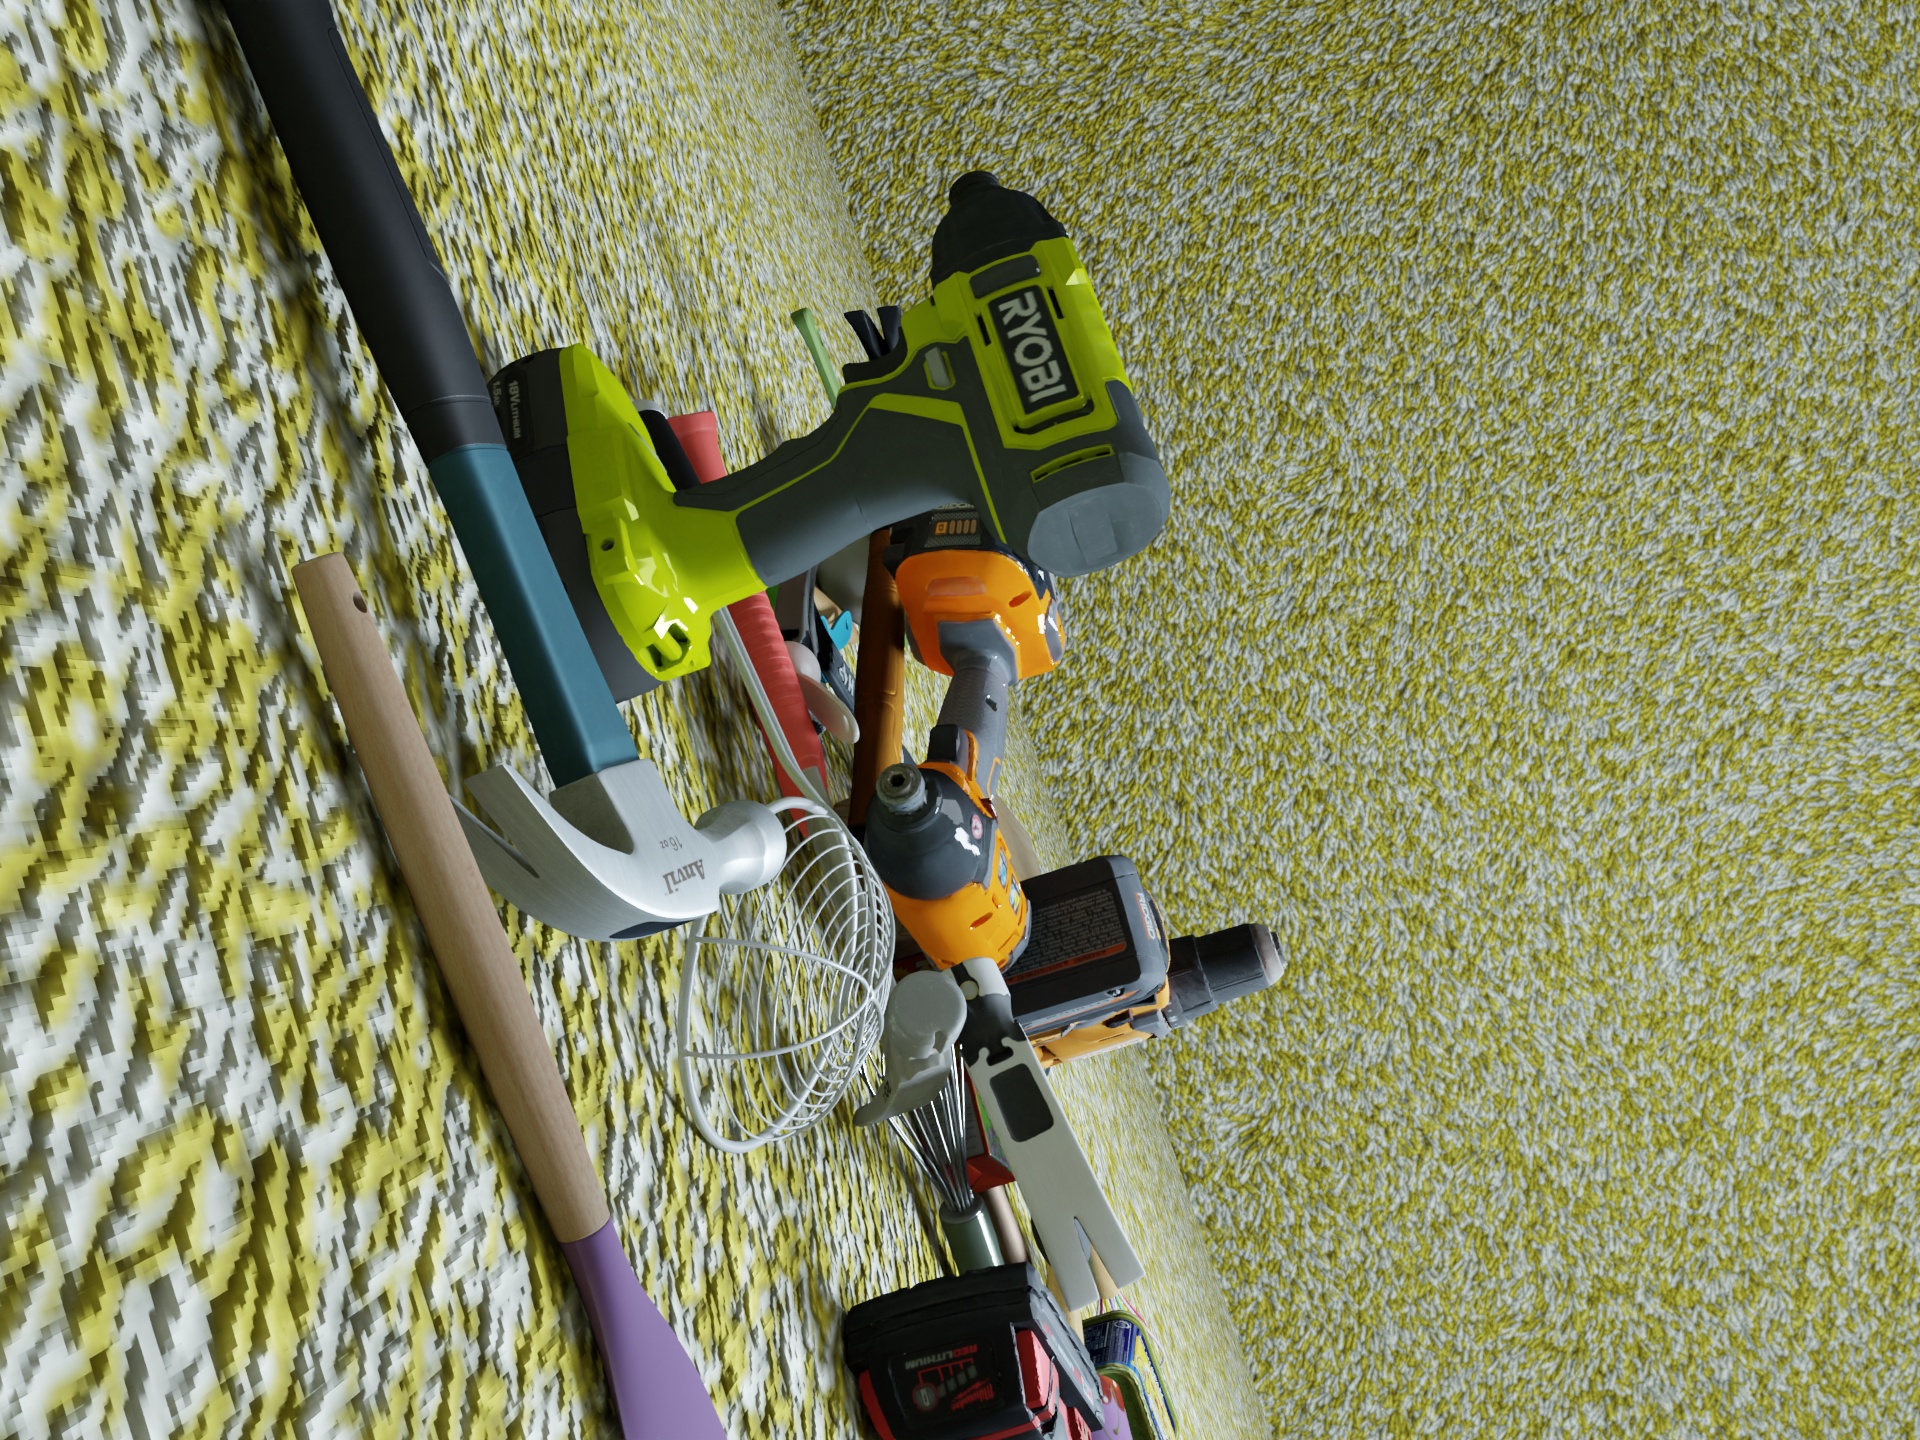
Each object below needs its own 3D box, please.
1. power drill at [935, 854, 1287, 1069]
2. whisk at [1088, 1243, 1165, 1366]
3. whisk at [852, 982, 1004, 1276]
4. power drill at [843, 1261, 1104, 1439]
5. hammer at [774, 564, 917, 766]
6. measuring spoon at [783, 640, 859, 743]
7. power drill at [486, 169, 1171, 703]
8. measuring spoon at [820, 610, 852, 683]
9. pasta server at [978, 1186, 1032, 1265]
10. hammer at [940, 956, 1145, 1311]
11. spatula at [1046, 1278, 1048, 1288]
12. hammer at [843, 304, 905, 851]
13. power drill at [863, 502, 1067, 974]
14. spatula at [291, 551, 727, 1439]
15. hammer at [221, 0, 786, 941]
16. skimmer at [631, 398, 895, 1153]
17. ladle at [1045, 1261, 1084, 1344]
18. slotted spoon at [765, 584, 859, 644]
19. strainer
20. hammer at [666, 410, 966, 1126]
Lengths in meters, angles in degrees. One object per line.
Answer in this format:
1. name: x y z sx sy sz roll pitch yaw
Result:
1. power drill: 0.092 0.145 0.924 0.226 0.185 0.084 51 22 -65
2. whisk: 0.105 0.405 1.117 0.051 0.047 0.244 29 -34 41
3. whisk: -0.001 0.242 0.813 0.058 0.059 0.246 5 -61 46
4. power drill: 0.010 0.313 0.560 0.227 0.080 0.187 -98 167 -48
5. hammer: -0.052 0.013 1.026 0.408 0.036 0.149 65 23 -64
6. measuring spoon: -0.064 -0.012 0.764 0.124 0.018 0.034 -143 -138 -63
7. power drill: -0.053 -0.107 0.580 0.080 0.223 0.171 61 11 -60
8. measuring spoon: -0.089 -0.053 1.023 0.129 0.021 0.042 -68 153 -76
9. pasta server: 0.067 0.399 0.963 0.316 0.040 0.060 70 18 2
10. hammer: 0.046 0.239 0.800 0.334 0.035 0.146 77 -12 -61
11. spatula: 0.027 0.269 1.091 0.082 0.044 0.318 58 10 -63
12. hammer: -0.044 -0.080 0.915 0.127 0.034 0.337 71 16 -57
13. power drill: -0.001 -0.003 0.803 0.164 0.084 0.227 66 26 -57
14. spatula: -0.106 0.108 0.413 0.060 0.018 0.316 -75 146 -78
15. hammer: -0.150 -0.090 0.470 0.331 0.033 0.128 67 22 1
16. skimmer: -0.113 -0.003 0.655 0.364 0.090 0.127 63 0 36
17. ladle: 0.066 0.383 0.913 0.069 0.031 0.316 65 14 -47
18. slotted spoon: -0.100 -0.082 1.027 0.313 0.031 0.070 44 32 -80
19. strainer: -0.092 -0.169 1.166 0.151 0.069 0.256 -70 139 -78
20. hammer: -0.082 0.007 0.747 0.149 0.036 0.359 112 -40 -60
